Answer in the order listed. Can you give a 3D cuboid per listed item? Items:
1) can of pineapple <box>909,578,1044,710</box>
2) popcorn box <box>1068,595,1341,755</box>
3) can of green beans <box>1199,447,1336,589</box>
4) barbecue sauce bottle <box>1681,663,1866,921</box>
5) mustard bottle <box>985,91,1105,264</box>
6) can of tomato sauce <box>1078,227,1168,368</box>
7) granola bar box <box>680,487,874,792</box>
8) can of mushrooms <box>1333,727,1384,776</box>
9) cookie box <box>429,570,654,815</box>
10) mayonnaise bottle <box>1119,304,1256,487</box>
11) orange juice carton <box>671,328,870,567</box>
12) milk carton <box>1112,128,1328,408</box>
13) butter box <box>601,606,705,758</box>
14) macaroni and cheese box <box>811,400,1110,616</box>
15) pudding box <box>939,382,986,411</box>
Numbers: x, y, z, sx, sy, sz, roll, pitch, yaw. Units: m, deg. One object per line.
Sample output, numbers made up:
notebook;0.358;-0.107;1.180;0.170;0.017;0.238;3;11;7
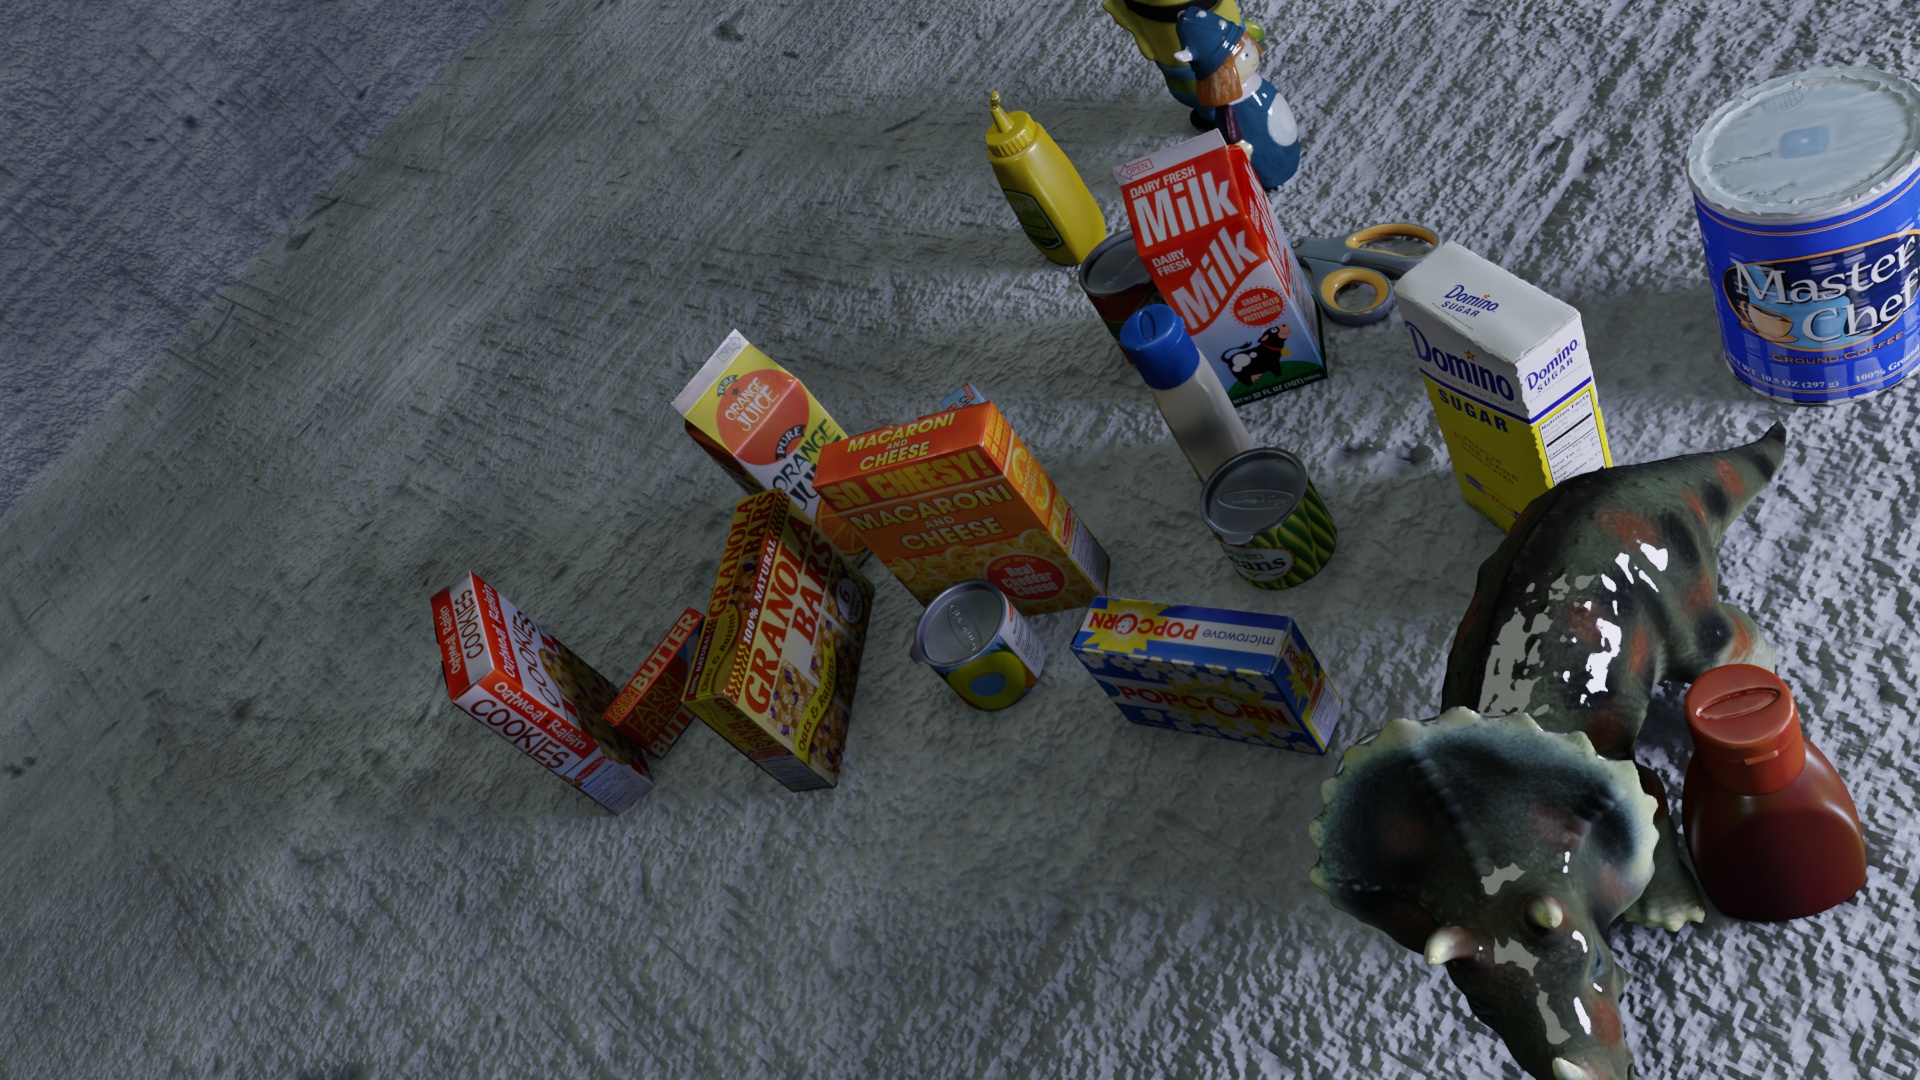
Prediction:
can of pineapple;0.011;0.068;0.889;0.071;0.057;0.071;-20;44;21
popcorn box;0.136;0.074;0.770;0.126;0.085;0.038;5;57;39
can of green beans;0.185;-0.013;0.832;0.071;0.057;0.071;-20;44;21
barbecue sauce bottle;0.321;0.103;0.557;0.065;0.148;0.044;-21;44;21
mustard bottle;0.058;-0.288;1.095;0.065;0.159;0.049;25;71;47
can of tomato sauce;0.133;-0.171;0.993;0.071;0.083;0.071;-20;44;21
granola bar box;-0.118;0.067;0.935;0.039;0.124;0.166;-14;47;27
can of mushrooms;0.222;0.131;0.694;0.071;0.033;0.071;-20;44;21
cookie box;-0.302;0.111;0.999;0.040;0.167;0.123;-40;41;1
mayonnaise bottle;0.144;-0.083;0.856;0.041;0.147;0.065;-24;43;18
orange juice carton;-0.128;-0.064;1.008;0.073;0.192;0.072;25;71;47
milk carton;0.169;-0.179;0.892;0.072;0.190;0.074;-16;46;25
butter box;-0.211;0.105;1.024;0.024;0.053;0.104;20;68;45
macaroni and cheese box;0.003;-0.011;0.883;0.123;0.166;0.040;-12;48;29
pudding box;0.019;-0.073;1.017;0.030;0.049;0.084;-34;41;7
